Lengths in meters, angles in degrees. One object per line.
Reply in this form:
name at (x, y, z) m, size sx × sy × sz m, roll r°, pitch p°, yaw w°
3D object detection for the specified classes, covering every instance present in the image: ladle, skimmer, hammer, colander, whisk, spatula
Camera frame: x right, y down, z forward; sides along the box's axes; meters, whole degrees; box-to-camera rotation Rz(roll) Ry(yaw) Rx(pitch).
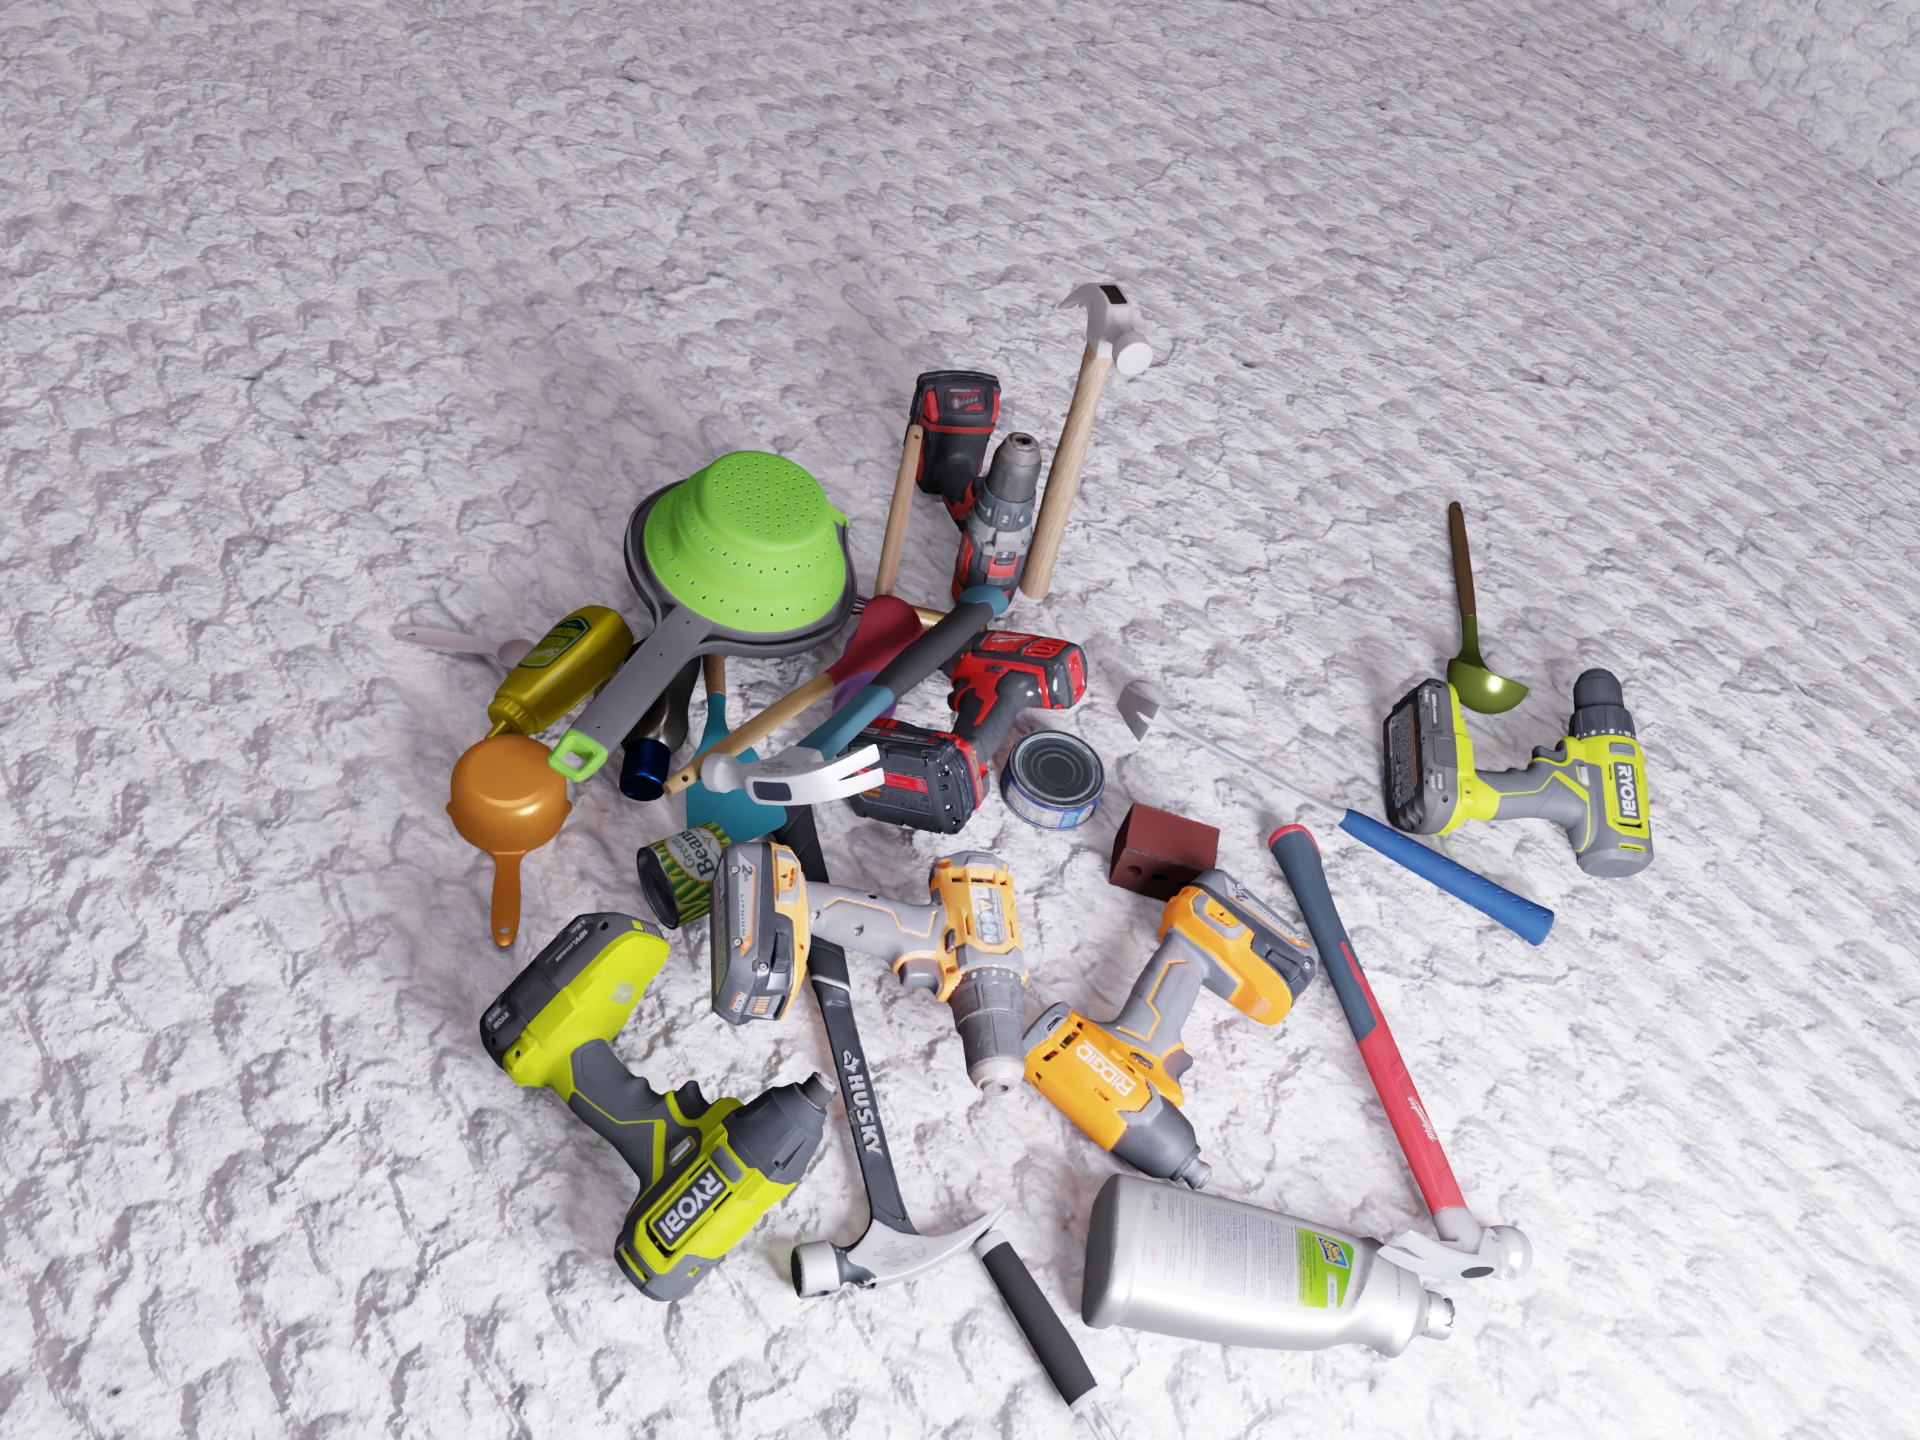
ladle at (0.513, -0.125, 1.588) m, size 0.078 × 0.062 × 0.320 m, roll 21°, pitch 45°, yaw -10°
skimmer at (0.104, 0.464, 0.962) m, size 0.127 × 0.090 × 0.364 m, roll -36°, pitch 60°, yaw -1°
hammer at (0.304, 0.235, 1.214) m, size 0.143 × 0.038 × 0.387 m, roll 19°, pitch 39°, yaw -35°
hammer at (-0.059, -0.028, 1.277) m, size 0.128 × 0.033 × 0.331 m, roll 8°, pitch 33°, yaw 31°
colander at (-0.206, -0.107, 1.283) m, size 0.204 × 0.094 × 0.397 m, roll 31°, pitch 48°, yaw 1°
hammer at (-0.085, 0.210, 1.164) m, size 0.149 × 0.036 × 0.409 m, roll -4°, pitch 52°, yaw -19°
ladle at (-0.126, -0.022, 1.290) m, size 0.315 × 0.031 × 0.069 m, roll -38°, pitch 101°, yaw -41°
whisk at (-0.095, -0.100, 1.423) m, size 0.245 × 0.051 × 0.047 m, roll 12°, pitch 59°, yaw -11°
spatula at (-0.203, -0.028, 1.333) m, size 0.082 × 0.044 × 0.318 m, roll -20°, pitch 45°, yaw 7°
hammer at (0.313, 0.078, 1.346) m, size 0.405 × 0.035 × 0.144 m, roll 29°, pitch 10°, yaw 4°
spatula at (-0.063, -0.129, 1.413) m, size 0.059 × 0.018 × 0.316 m, roll 19°, pitch 64°, yaw -22°
hammer at (0.095, -0.234, 1.386) m, size 0.031 × 0.331 × 0.130 m, roll -5°, pitch 51°, yaw -17°

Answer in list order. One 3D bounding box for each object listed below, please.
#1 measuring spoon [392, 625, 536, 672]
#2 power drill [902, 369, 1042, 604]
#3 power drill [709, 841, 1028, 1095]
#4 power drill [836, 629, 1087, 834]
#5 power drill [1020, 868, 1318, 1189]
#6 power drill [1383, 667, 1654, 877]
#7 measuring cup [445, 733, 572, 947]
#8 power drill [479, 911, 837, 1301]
measuring spoon at (-0.411, -0.059, 1.324) m, size 0.124 × 0.018 × 0.034 m, roll 11°, pitch 49°, yaw 3°
power drill at (0.017, -0.232, 1.466) m, size 0.080 × 0.187 × 0.227 m, roll -2°, pitch 47°, yaw -17°
power drill at (-0.059, 0.175, 1.130) m, size 0.226 × 0.084 × 0.186 m, roll 6°, pitch 50°, yaw -18°
power drill at (-0.002, -0.004, 1.324) m, size 0.143 × 0.078 × 0.220 m, roll 10°, pitch 37°, yaw 32°
power drill at (0.167, 0.232, 1.183) m, size 0.164 × 0.084 × 0.226 m, roll 40°, pitch 57°, yaw 18°
power drill at (0.500, 0.032, 1.415) m, size 0.228 × 0.080 × 0.191 m, roll 8°, pitch 66°, yaw -8°
measuring cup at (-0.339, 0.084, 1.191) m, size 0.095 × 0.052 × 0.174 m, roll 1°, pitch 49°, yaw -14°
power drill at (-0.197, 0.238, 1.045) m, size 0.171 × 0.080 × 0.223 m, roll -46°, pitch 66°, yaw 0°
